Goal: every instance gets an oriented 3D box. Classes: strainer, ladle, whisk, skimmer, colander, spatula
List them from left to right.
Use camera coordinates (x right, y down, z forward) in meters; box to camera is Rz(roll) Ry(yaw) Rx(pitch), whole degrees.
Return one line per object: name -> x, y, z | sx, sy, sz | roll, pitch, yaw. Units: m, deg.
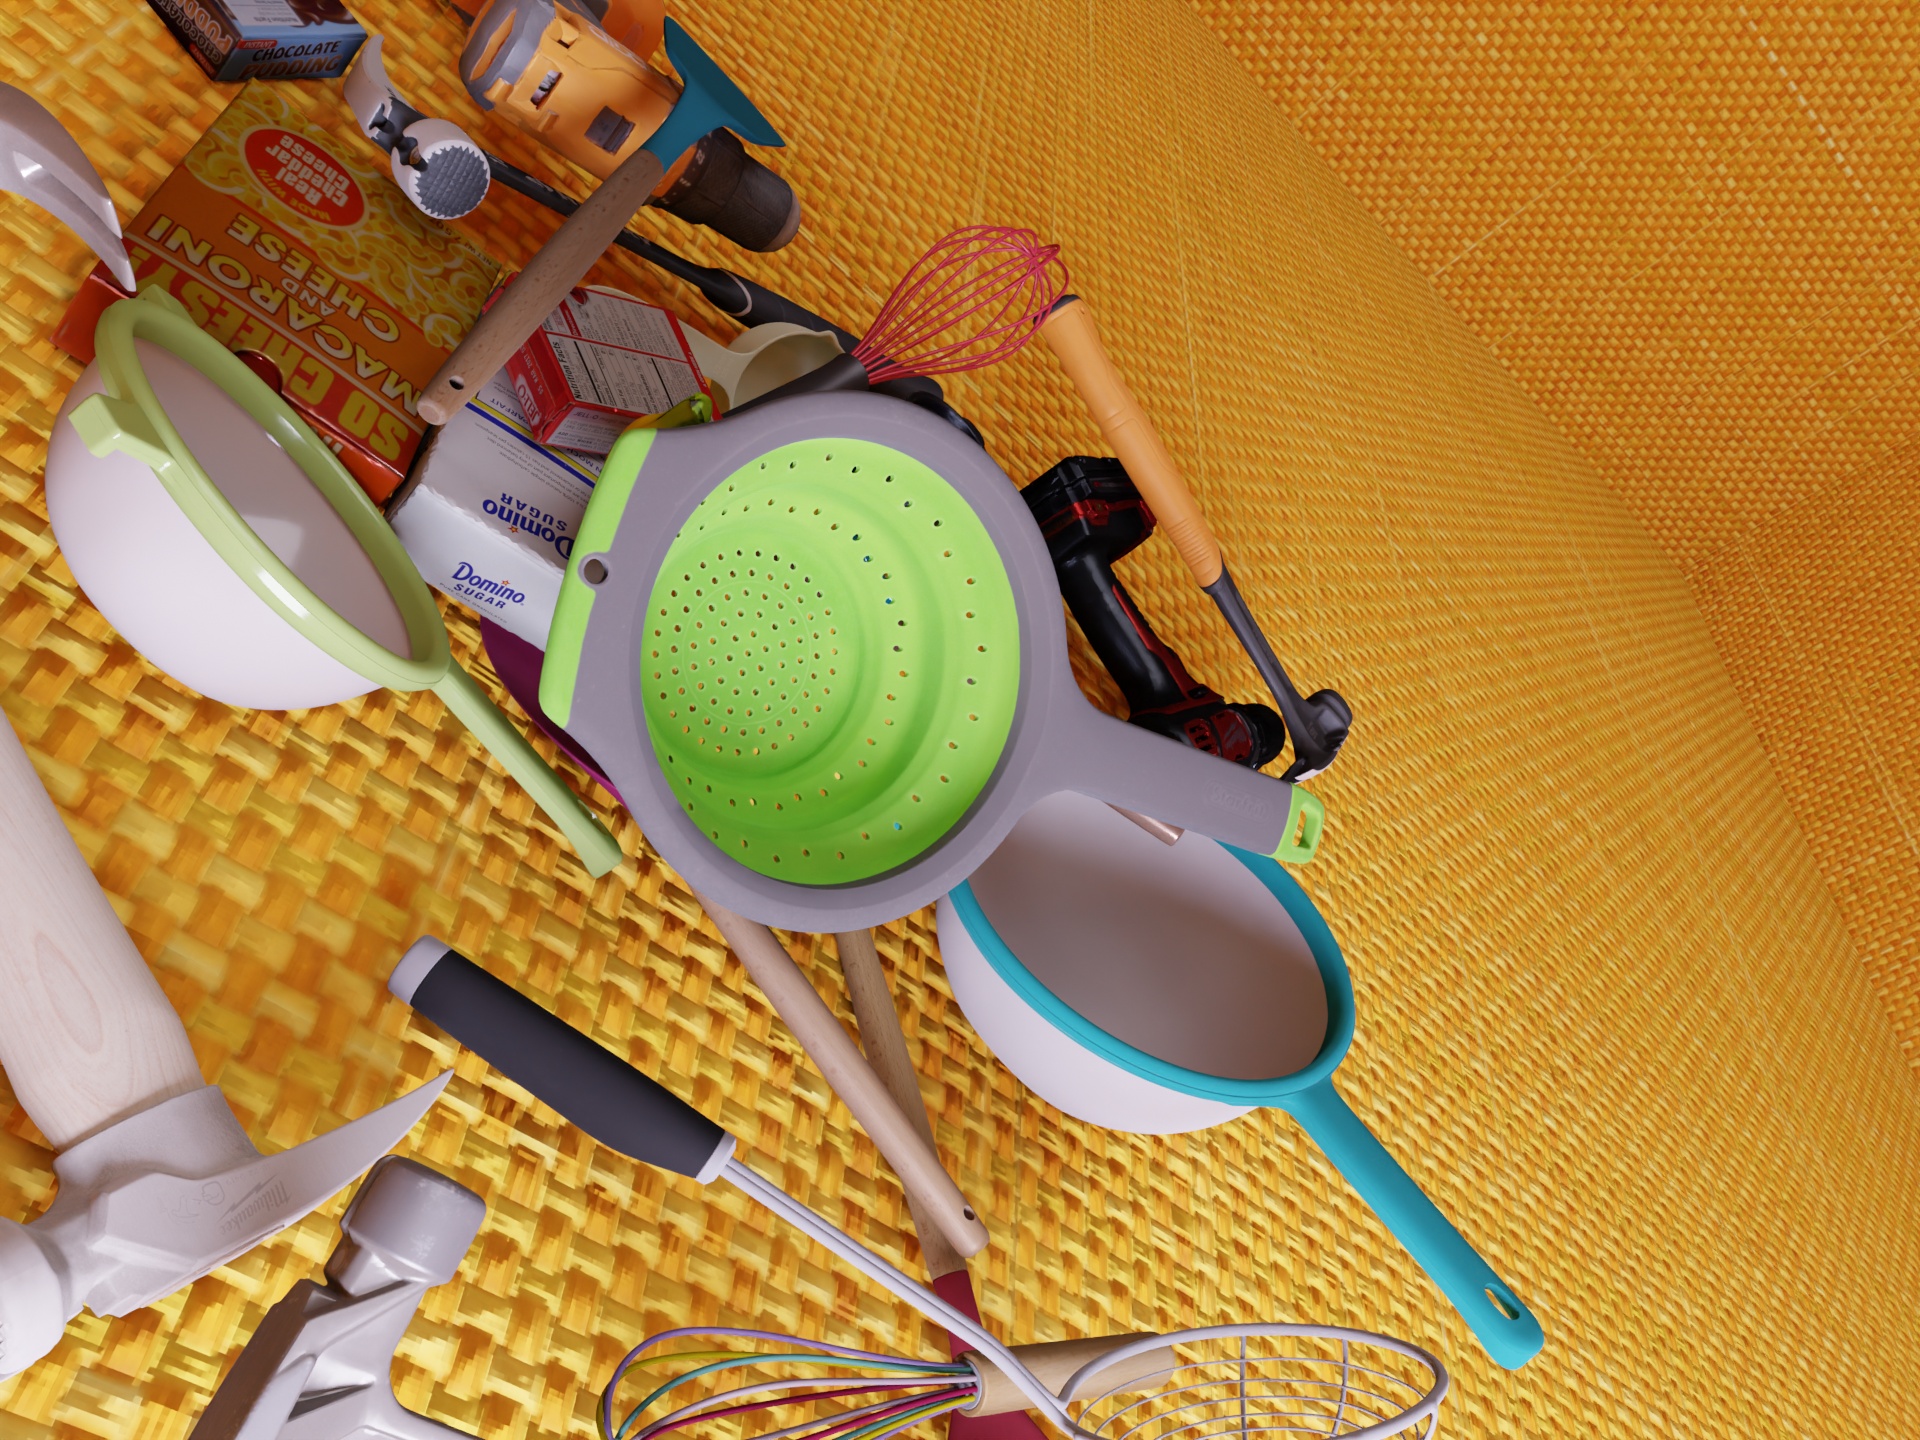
strainer -> -0.215, -0.019, 0.543 | 0.256, 0.069, 0.152 | 56, 0, -33
spatula -> -0.150, -0.219, 0.684 | 0.082, 0.044, 0.318 | 44, 46, -22
whisk -> -0.043, -0.183, 0.805 | 0.296, 0.073, 0.073 | -40, 94, -36
skimmer -> -0.014, 0.153, 0.528 | 0.363, 0.090, 0.127 | 33, -7, -1
whisk -> -0.013, 0.234, 0.545 | 0.244, 0.047, 0.051 | 12, 86, -39
ladle -> -0.012, 0.196, 0.635 | 0.069, 0.031, 0.316 | 10, 50, -41
colander -> -0.001, -0.002, 0.680 | 0.396, 0.094, 0.204 | 20, 84, -35
strainer -> 0.107, 0.159, 0.714 | 0.211, 0.095, 0.341 | -9, 49, -46

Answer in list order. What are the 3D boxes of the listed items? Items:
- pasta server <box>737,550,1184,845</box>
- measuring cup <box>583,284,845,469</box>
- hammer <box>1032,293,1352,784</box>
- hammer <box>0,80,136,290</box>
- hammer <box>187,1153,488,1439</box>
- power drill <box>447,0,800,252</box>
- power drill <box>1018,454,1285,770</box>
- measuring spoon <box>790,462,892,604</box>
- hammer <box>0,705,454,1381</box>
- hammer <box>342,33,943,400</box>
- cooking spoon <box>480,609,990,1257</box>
pasta server -> -0.021, -0.041, 0.765 | 0.316, 0.040, 0.060 | 36, 42, 6
measuring cup -> -0.127, -0.183, 0.807 | 0.167, 0.083, 0.038 | 21, 12, -41
hammer -> 0.141, -0.114, 0.995 | 0.337, 0.034, 0.127 | 58, 30, -4
hammer -> -0.294, -0.050, 0.377 | 0.130, 0.031, 0.332 | 4, 55, -9
hammer -> -0.053, 0.266, 0.454 | 0.358, 0.037, 0.149 | 39, 62, -29
power drill -> -0.182, -0.345, 0.843 | 0.185, 0.084, 0.226 | 23, 30, -41
power drill -> 0.125, -0.053, 1.025 | 0.188, 0.080, 0.227 | -12, 72, -57
measuring spoon -> -0.067, -0.094, 0.823 | 0.128, 0.021, 0.042 | 53, 6, -34
hammer -> -0.299, -0.031, 0.454 | 0.411, 0.038, 0.146 | 58, 29, 7
hammer -> -0.143, -0.239, 0.853 | 0.408, 0.036, 0.149 | 16, 26, -52
cooking spoon -> -0.090, 0.079, 0.631 | 0.319, 0.017, 0.069 | 52, 27, 7
